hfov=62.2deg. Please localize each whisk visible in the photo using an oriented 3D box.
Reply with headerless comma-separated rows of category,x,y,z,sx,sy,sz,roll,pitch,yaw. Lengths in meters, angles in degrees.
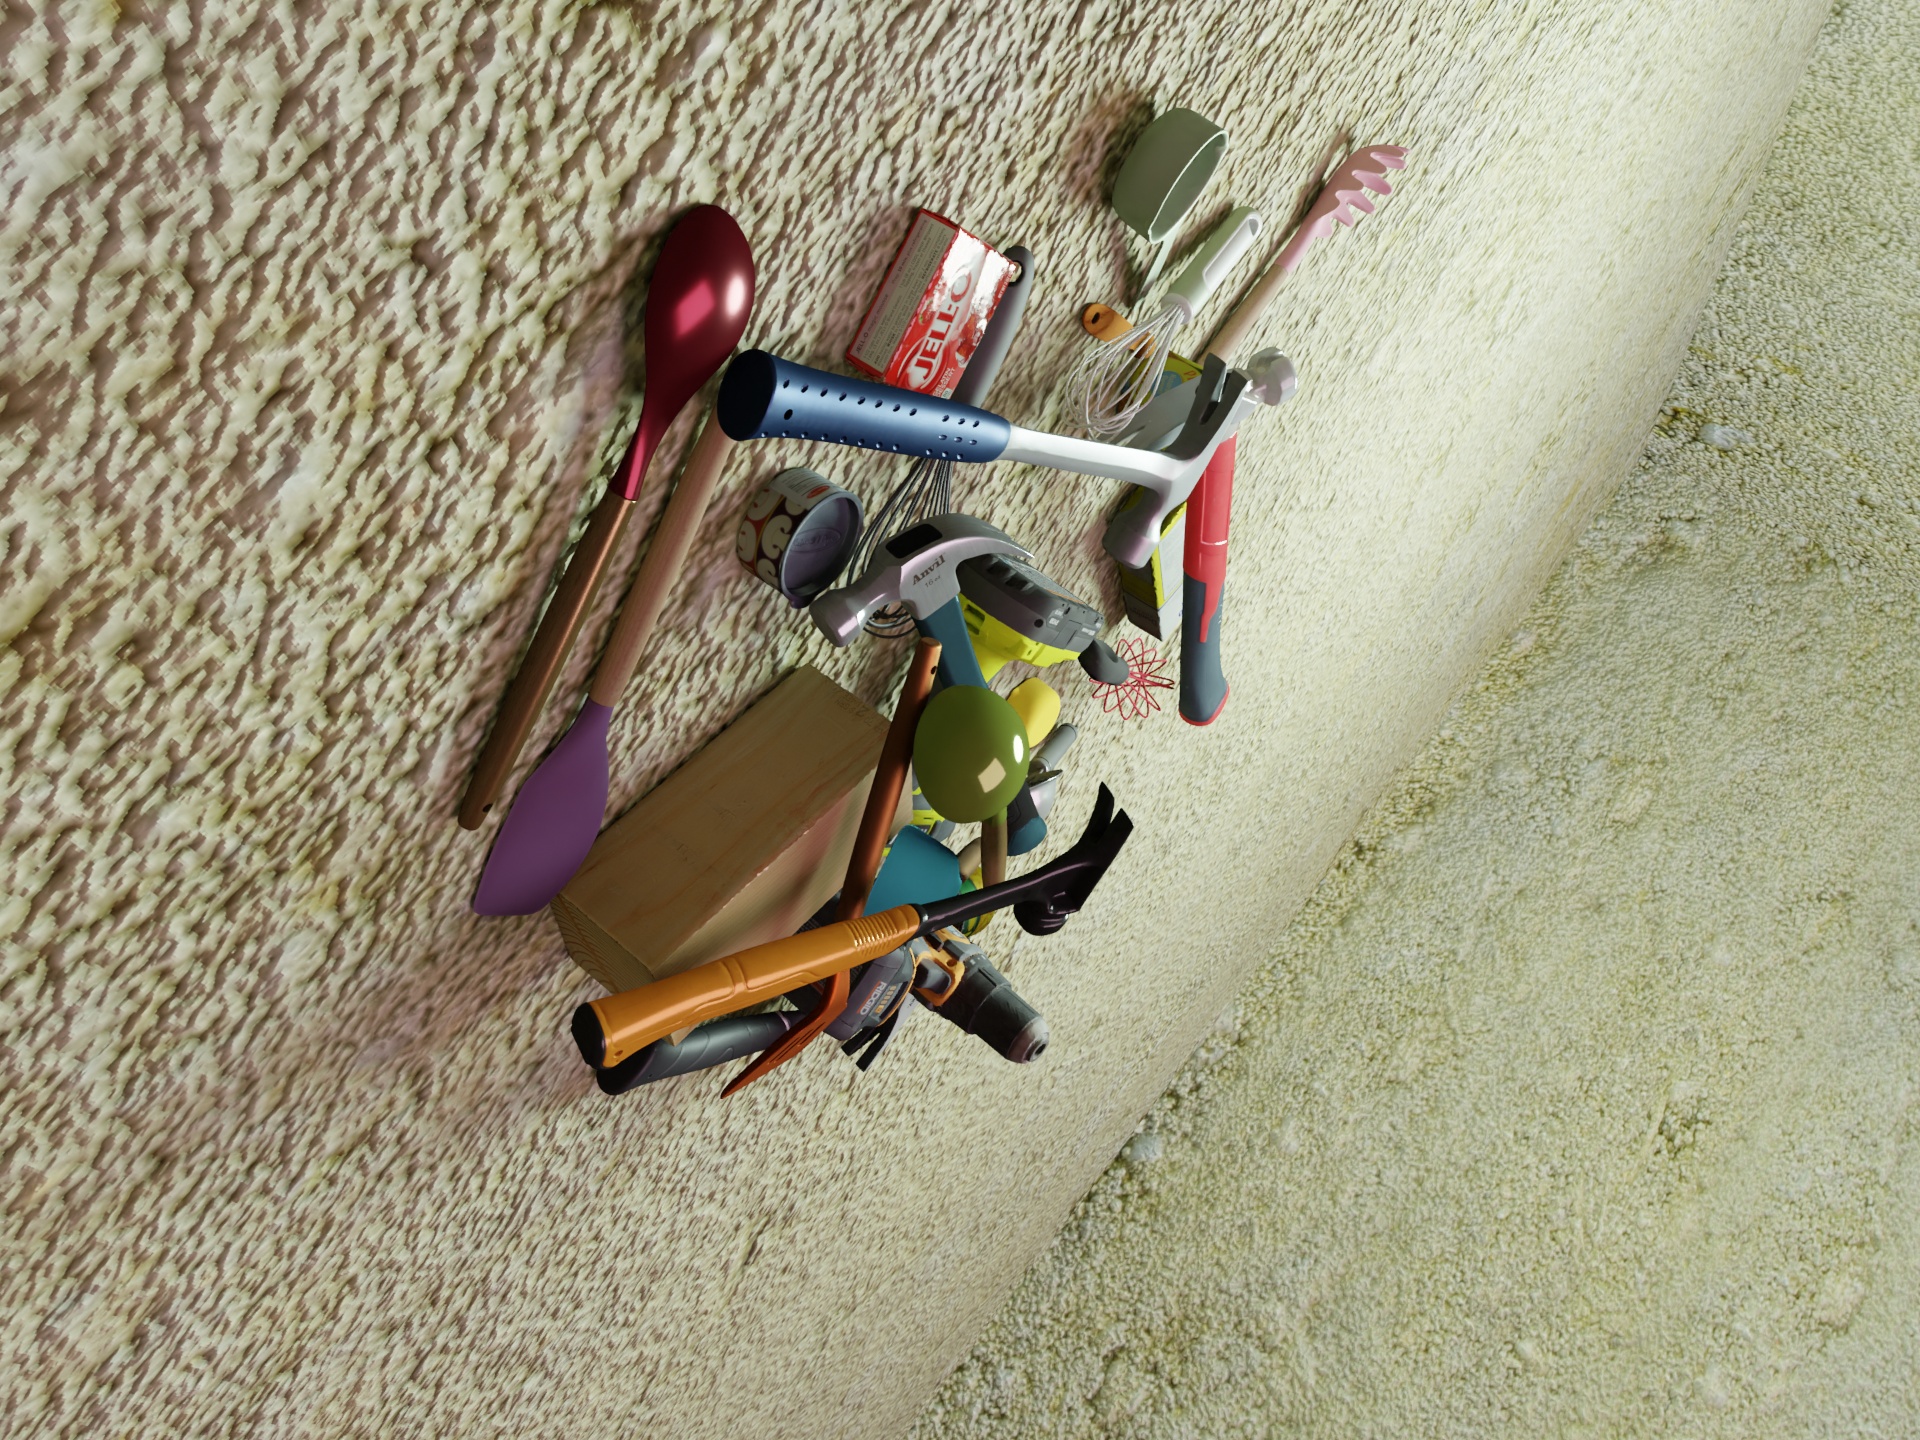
whisk,0.125,-0.038,1.273,0.073,0.073,0.295,-58,168,5
whisk,-0.007,-0.157,0.918,0.055,0.055,0.239,-9,126,-61
whisk,0.139,-0.267,1.049,0.246,0.059,0.057,-53,132,-29

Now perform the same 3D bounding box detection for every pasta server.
pasta server,0.232,-0.315,1.199,0.316,0.040,0.060,-53,168,-6

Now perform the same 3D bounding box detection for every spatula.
spatula,-0.068,0.094,0.929,0.081,0.041,0.322,-20,134,-55
spatula,-0.167,-0.032,0.794,0.059,0.018,0.316,6,116,-49
spatula,-0.012,0.102,1.122,0.317,0.044,0.082,-18,132,-82

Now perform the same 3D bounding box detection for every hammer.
hammer,0.171,-0.106,1.198,0.143,0.038,0.385,-28,148,-12
hammer,0.007,-0.006,0.994,0.128,0.033,0.330,-38,146,-12
hammer,0.028,-0.159,0.876,0.405,0.035,0.144,-3,131,-53
hammer,-0.131,0.231,1.201,0.149,0.036,0.408,-55,157,16
hammer,-0.053,0.119,0.882,0.337,0.034,0.127,-15,149,-34

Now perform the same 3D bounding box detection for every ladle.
ladle,-0.166,-0.081,0.725,0.315,0.031,0.069,-61,160,16
ladle,0.009,0.064,0.999,0.320,0.062,0.078,87,19,-69

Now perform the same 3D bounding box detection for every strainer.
strainer,0.063,0.043,1.284,0.087,0.050,0.258,-20,-170,23

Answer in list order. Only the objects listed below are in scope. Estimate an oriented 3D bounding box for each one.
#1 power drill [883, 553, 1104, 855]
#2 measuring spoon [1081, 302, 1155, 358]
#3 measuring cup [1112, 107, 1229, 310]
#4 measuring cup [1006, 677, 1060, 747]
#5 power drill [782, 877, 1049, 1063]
power drill,-0.002,-0.004,1.104,0.223,0.080,0.171,-57,158,11
measuring spoon,0.107,-0.257,1.056,0.021,0.011,0.117,-62,157,14
measuring cup,0.116,-0.312,0.986,0.083,0.038,0.167,-49,173,-19
measuring cup,0.026,0.033,1.263,0.156,0.029,0.062,-51,157,-16
power drill,-0.041,0.178,1.128,0.084,0.185,0.226,-55,155,5
